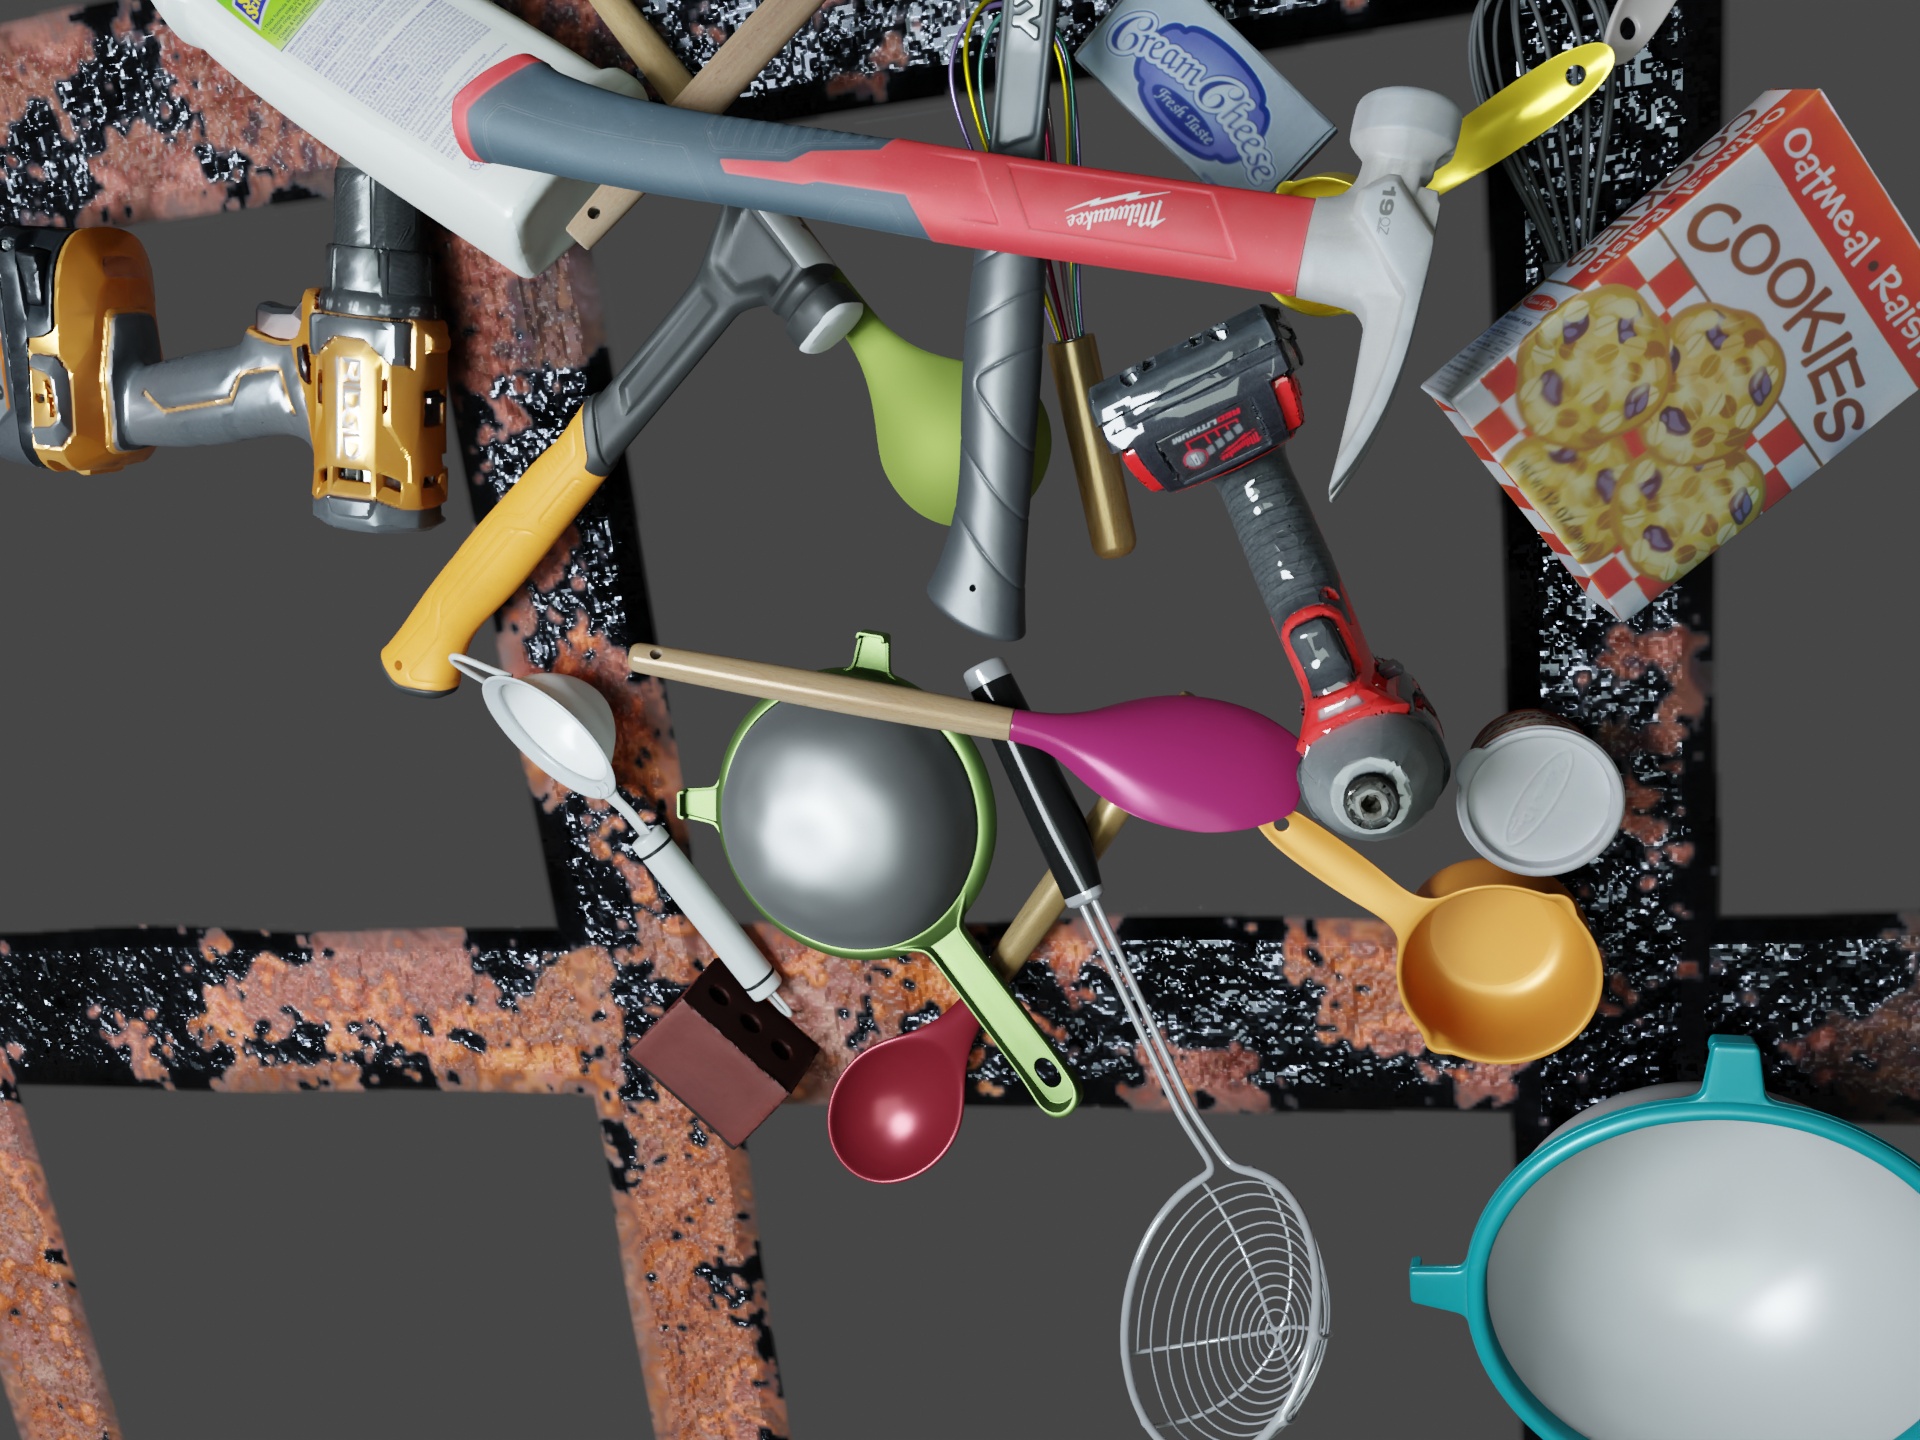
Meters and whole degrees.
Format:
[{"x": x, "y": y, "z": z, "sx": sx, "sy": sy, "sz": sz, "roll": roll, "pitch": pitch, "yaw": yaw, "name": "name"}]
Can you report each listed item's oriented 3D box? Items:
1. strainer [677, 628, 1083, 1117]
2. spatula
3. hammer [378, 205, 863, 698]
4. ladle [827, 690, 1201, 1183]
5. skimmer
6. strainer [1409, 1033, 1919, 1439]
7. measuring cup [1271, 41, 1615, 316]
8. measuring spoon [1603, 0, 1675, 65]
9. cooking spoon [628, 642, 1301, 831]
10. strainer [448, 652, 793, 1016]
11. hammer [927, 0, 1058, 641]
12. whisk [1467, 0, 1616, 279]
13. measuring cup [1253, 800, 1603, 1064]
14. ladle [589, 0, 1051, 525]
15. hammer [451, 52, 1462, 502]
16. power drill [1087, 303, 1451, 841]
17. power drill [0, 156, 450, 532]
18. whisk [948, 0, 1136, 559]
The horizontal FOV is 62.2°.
[{"x": -0.031, "y": 0.094, "z": 0.769, "sx": 0.151, "sy": 0.069, "sz": 0.256, "roll": -40, "pitch": 84, "yaw": 20, "name": "strainer"}, {"x": -0.050, "y": -0.312, "z": 0.655, "sx": 0.060, "sy": 0.018, "sz": 0.316, "roll": 45, "pitch": 94, "yaw": -2, "name": "spatula"}, {"x": -0.191, "y": -0.127, "z": 0.761, "sx": 0.337, "sy": 0.034, "sz": 0.127, "roll": -42, "pitch": 84, "yaw": 29, "name": "hammer"}, {"x": 0.028, "y": 0.112, "z": 0.802, "sx": 0.069, "sy": 0.031, "sz": 0.315, "roll": 36, "pitch": 110, "yaw": 7, "name": "ladle"}, {"x": 0.064, "y": 0.145, "z": 0.727, "sx": 0.127, "sy": 0.090, "sz": 0.363, "roll": -31, "pitch": 81, "yaw": 48, "name": "skimmer"}, {"x": 0.387, "y": 0.283, "z": 0.723, "sx": 0.340, "sy": 0.095, "sz": 0.211, "roll": 40, "pitch": 115, "yaw": -2, "name": "strainer"}, {"x": 0.189, "y": -0.219, "z": 0.635, "sx": 0.156, "sy": 0.029, "sz": 0.062, "roll": -28, "pitch": 98, "yaw": 38, "name": "measuring cup"}, {"x": 0.272, "y": -0.302, "z": 0.599, "sx": 0.034, "sy": 0.018, "sz": 0.124, "roll": 28, "pitch": 94, "yaw": -18, "name": "measuring spoon"}, {"x": -0.001, "y": -0.002, "z": 0.735, "sx": 0.319, "sy": 0.069, "sz": 0.017, "roll": 10, "pitch": 153, "yaw": 8, "name": "cooking spoon"}, {"x": -0.165, "y": 0.056, "z": 0.828, "sx": 0.258, "sy": 0.050, "sz": 0.087, "roll": 54, "pitch": 147, "yaw": -12, "name": "strainer"}, {"x": 0.028, "y": -0.233, "z": 0.635, "sx": 0.149, "sy": 0.036, "sz": 0.408, "roll": 9, "pitch": 105, "yaw": 17, "name": "hammer"}, {"x": 0.249, "y": -0.187, "z": 0.645, "sx": 0.055, "sy": 0.055, "sz": 0.238, "roll": -11, "pitch": 108, "yaw": 18, "name": "whisk"}, {"x": 0.210, "y": 0.082, "z": 0.731, "sx": 0.173, "sy": 0.052, "sz": 0.095, "roll": 35, "pitch": 112, "yaw": 4, "name": "measuring cup"}, {"x": -0.073, "y": -0.221, "z": 0.726, "sx": 0.078, "sy": 0.062, "sz": 0.320, "roll": -39, "pitch": 87, "yaw": 20, "name": "ladle"}, {"x": -0.021, "y": -0.187, "z": 0.606, "sx": 0.386, "sy": 0.038, "sz": 0.143, "roll": 13, "pitch": 91, "yaw": 14, "name": "hammer"}, {"x": 0.138, "y": -0.055, "z": 0.660, "sx": 0.078, "sy": 0.143, "sz": 0.219, "roll": -24, "pitch": 97, "yaw": 19, "name": "power drill"}, {"x": -0.360, "y": -0.197, "z": 0.784, "sx": 0.226, "sy": 0.084, "sz": 0.185, "roll": 9, "pitch": 106, "yaw": 8, "name": "power drill"}, {"x": 0.047, "y": -0.191, "z": 0.699, "sx": 0.051, "sy": 0.047, "sz": 0.245, "roll": -5, "pitch": 110, "yaw": 28, "name": "whisk"}]
